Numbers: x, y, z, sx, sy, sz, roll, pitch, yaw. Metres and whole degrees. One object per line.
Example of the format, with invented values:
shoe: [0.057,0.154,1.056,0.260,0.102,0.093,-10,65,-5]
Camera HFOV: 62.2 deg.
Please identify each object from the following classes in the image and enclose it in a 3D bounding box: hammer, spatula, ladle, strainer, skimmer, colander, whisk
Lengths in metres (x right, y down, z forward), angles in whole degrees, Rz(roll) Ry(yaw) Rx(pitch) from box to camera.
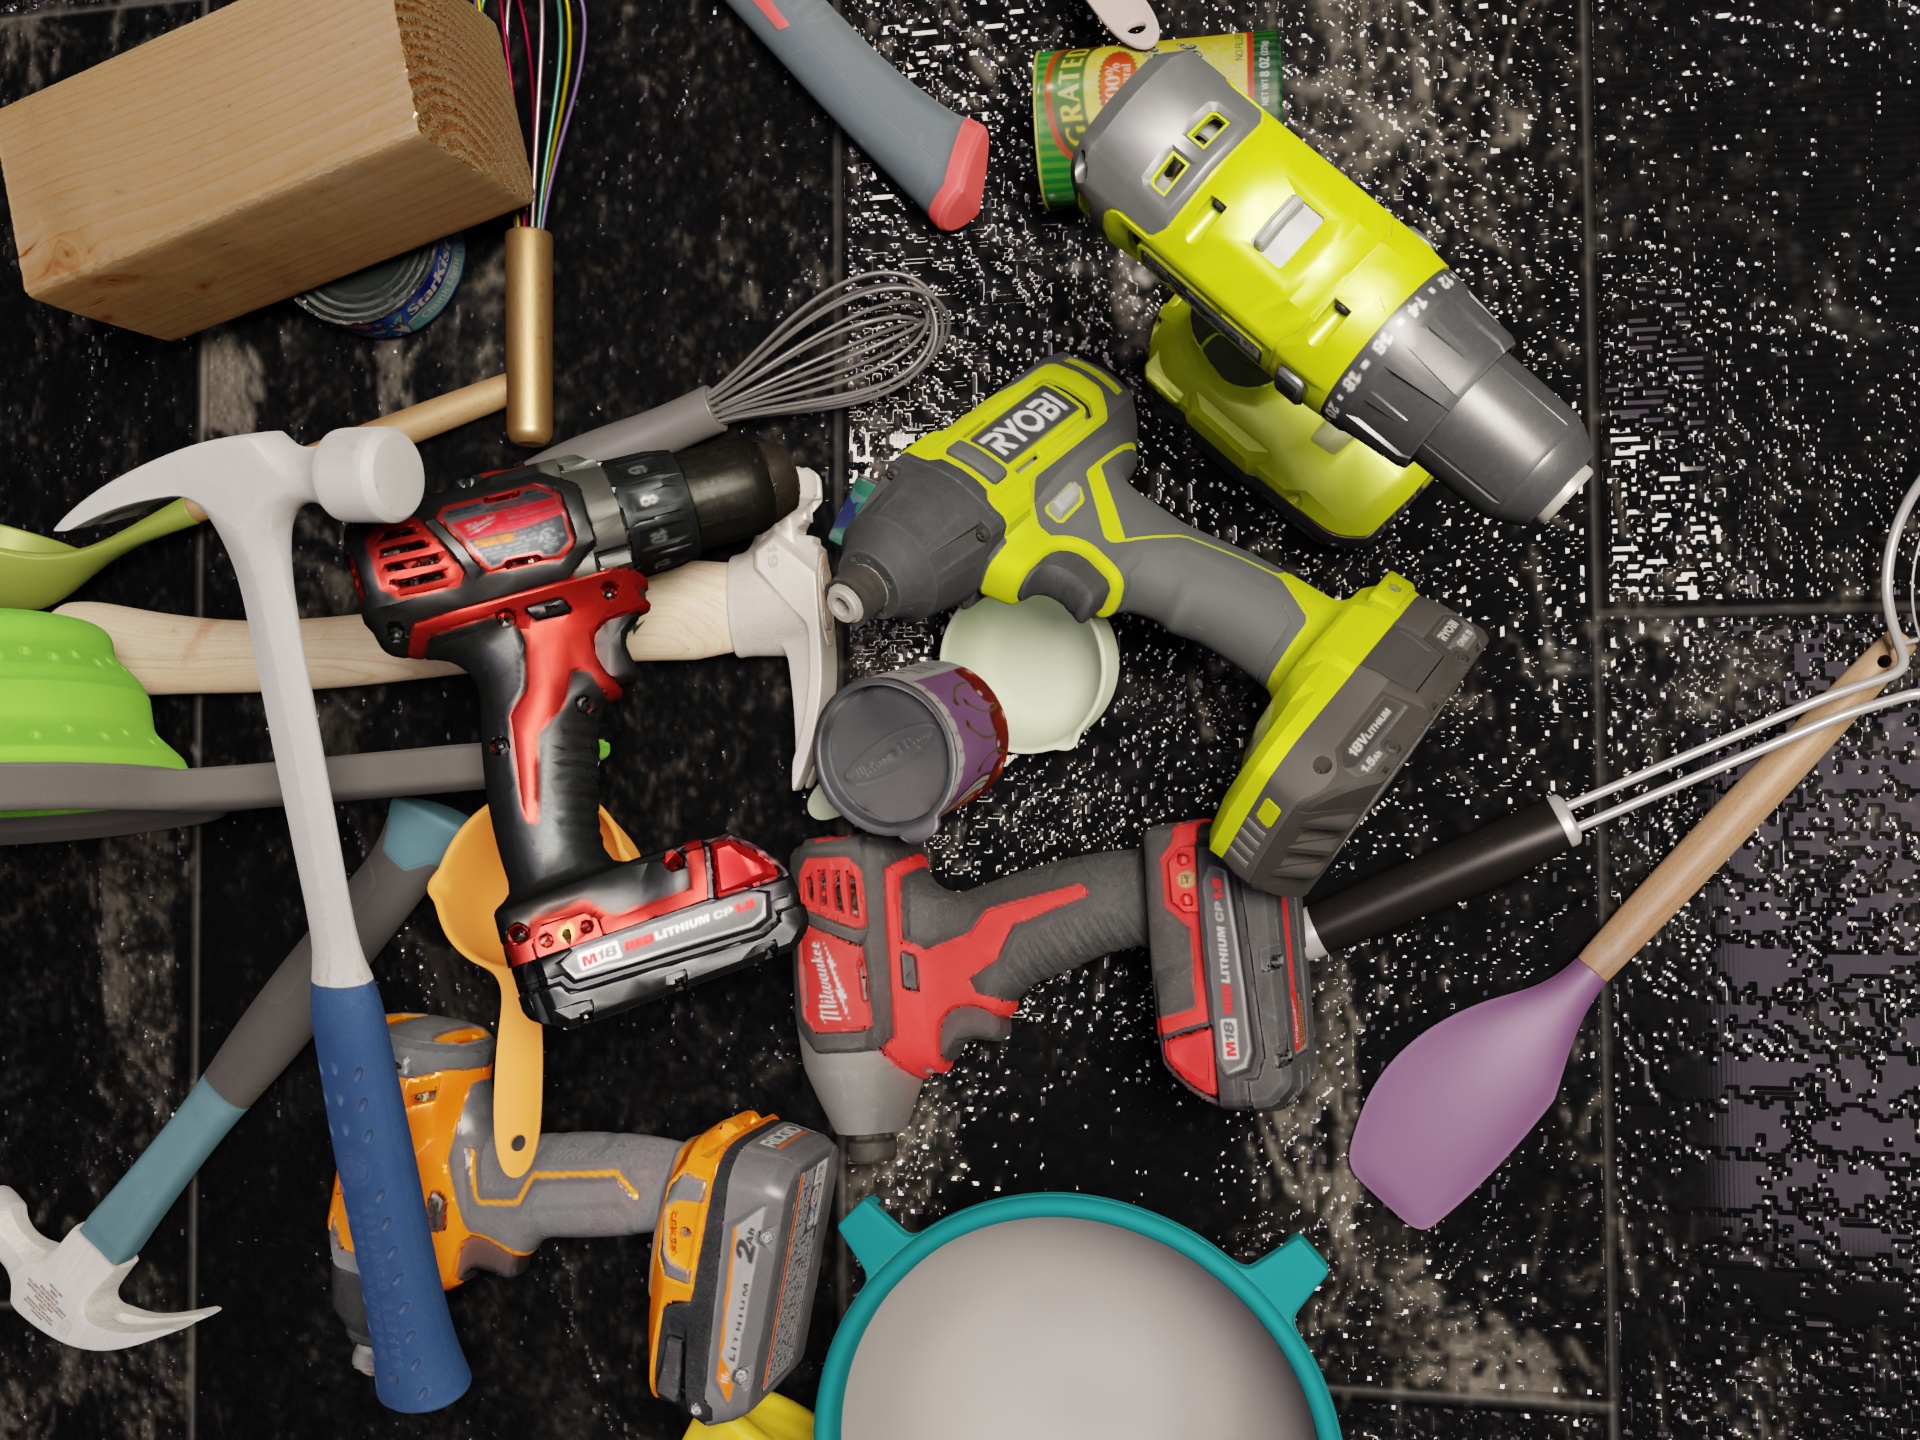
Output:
hammer: [-0.348,0.167,0.772,0.128,0.033,0.331,40,95,10]
spatula: [0.279,0.084,0.664,0.060,0.018,0.316,43,97,15]
ladle: [-0.353,-0.124,0.773,0.320,0.078,0.062,-20,94,3]
hammer: [-0.250,0.091,0.627,0.144,0.035,0.405,1,107,18]
hammer: [-0.260,-0.028,0.761,0.410,0.038,0.146,-4,89,11]
strainer: [0.051,0.356,0.660,0.211,0.095,0.340,1,90,13]
skimmer: [0.287,-0.001,0.618,0.363,0.090,0.127,-27,47,15]
hammer: [-0.133,-0.365,0.747,0.143,0.038,0.386,-42,81,8]
colander: [-0.358,-0.004,0.708,0.397,0.204,0.094,-5,84,0]
whisk: [-0.116,-0.144,0.733,0.239,0.055,0.055,-21,84,13]
whisk: [-0.207,-0.251,0.748,0.051,0.047,0.245,-2,86,12]

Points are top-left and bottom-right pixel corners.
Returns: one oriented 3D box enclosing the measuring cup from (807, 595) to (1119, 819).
measuring cup: [-0.001,-0.002,0.717,0.167,0.038,0.083,-34,84,25]

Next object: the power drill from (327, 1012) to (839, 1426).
power drill: [-0.181,0.235,0.716,0.226,0.084,0.164,11,91,15]

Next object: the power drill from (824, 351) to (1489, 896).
power drill: [0.071,-0.040,0.616,0.223,0.080,0.171,36,51,15]

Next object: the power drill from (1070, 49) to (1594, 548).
power drill: [0.136,-0.131,0.590,0.190,0.228,0.080,43,96,9]

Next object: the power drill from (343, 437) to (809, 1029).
power drill: [-0.132,-0.004,0.659,0.188,0.080,0.227,-18,86,-18]

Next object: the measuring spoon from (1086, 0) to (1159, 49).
measuring spoon: [0.058,-0.323,0.696,0.034,0.018,0.124,-25,56,0]

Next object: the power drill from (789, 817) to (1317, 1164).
power drill: [0.032,0.113,0.671,0.220,0.078,0.143,-6,82,20]

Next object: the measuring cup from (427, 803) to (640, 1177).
measuring cup: [-0.184,0.117,0.707,0.095,0.052,0.174,-7,65,7]
